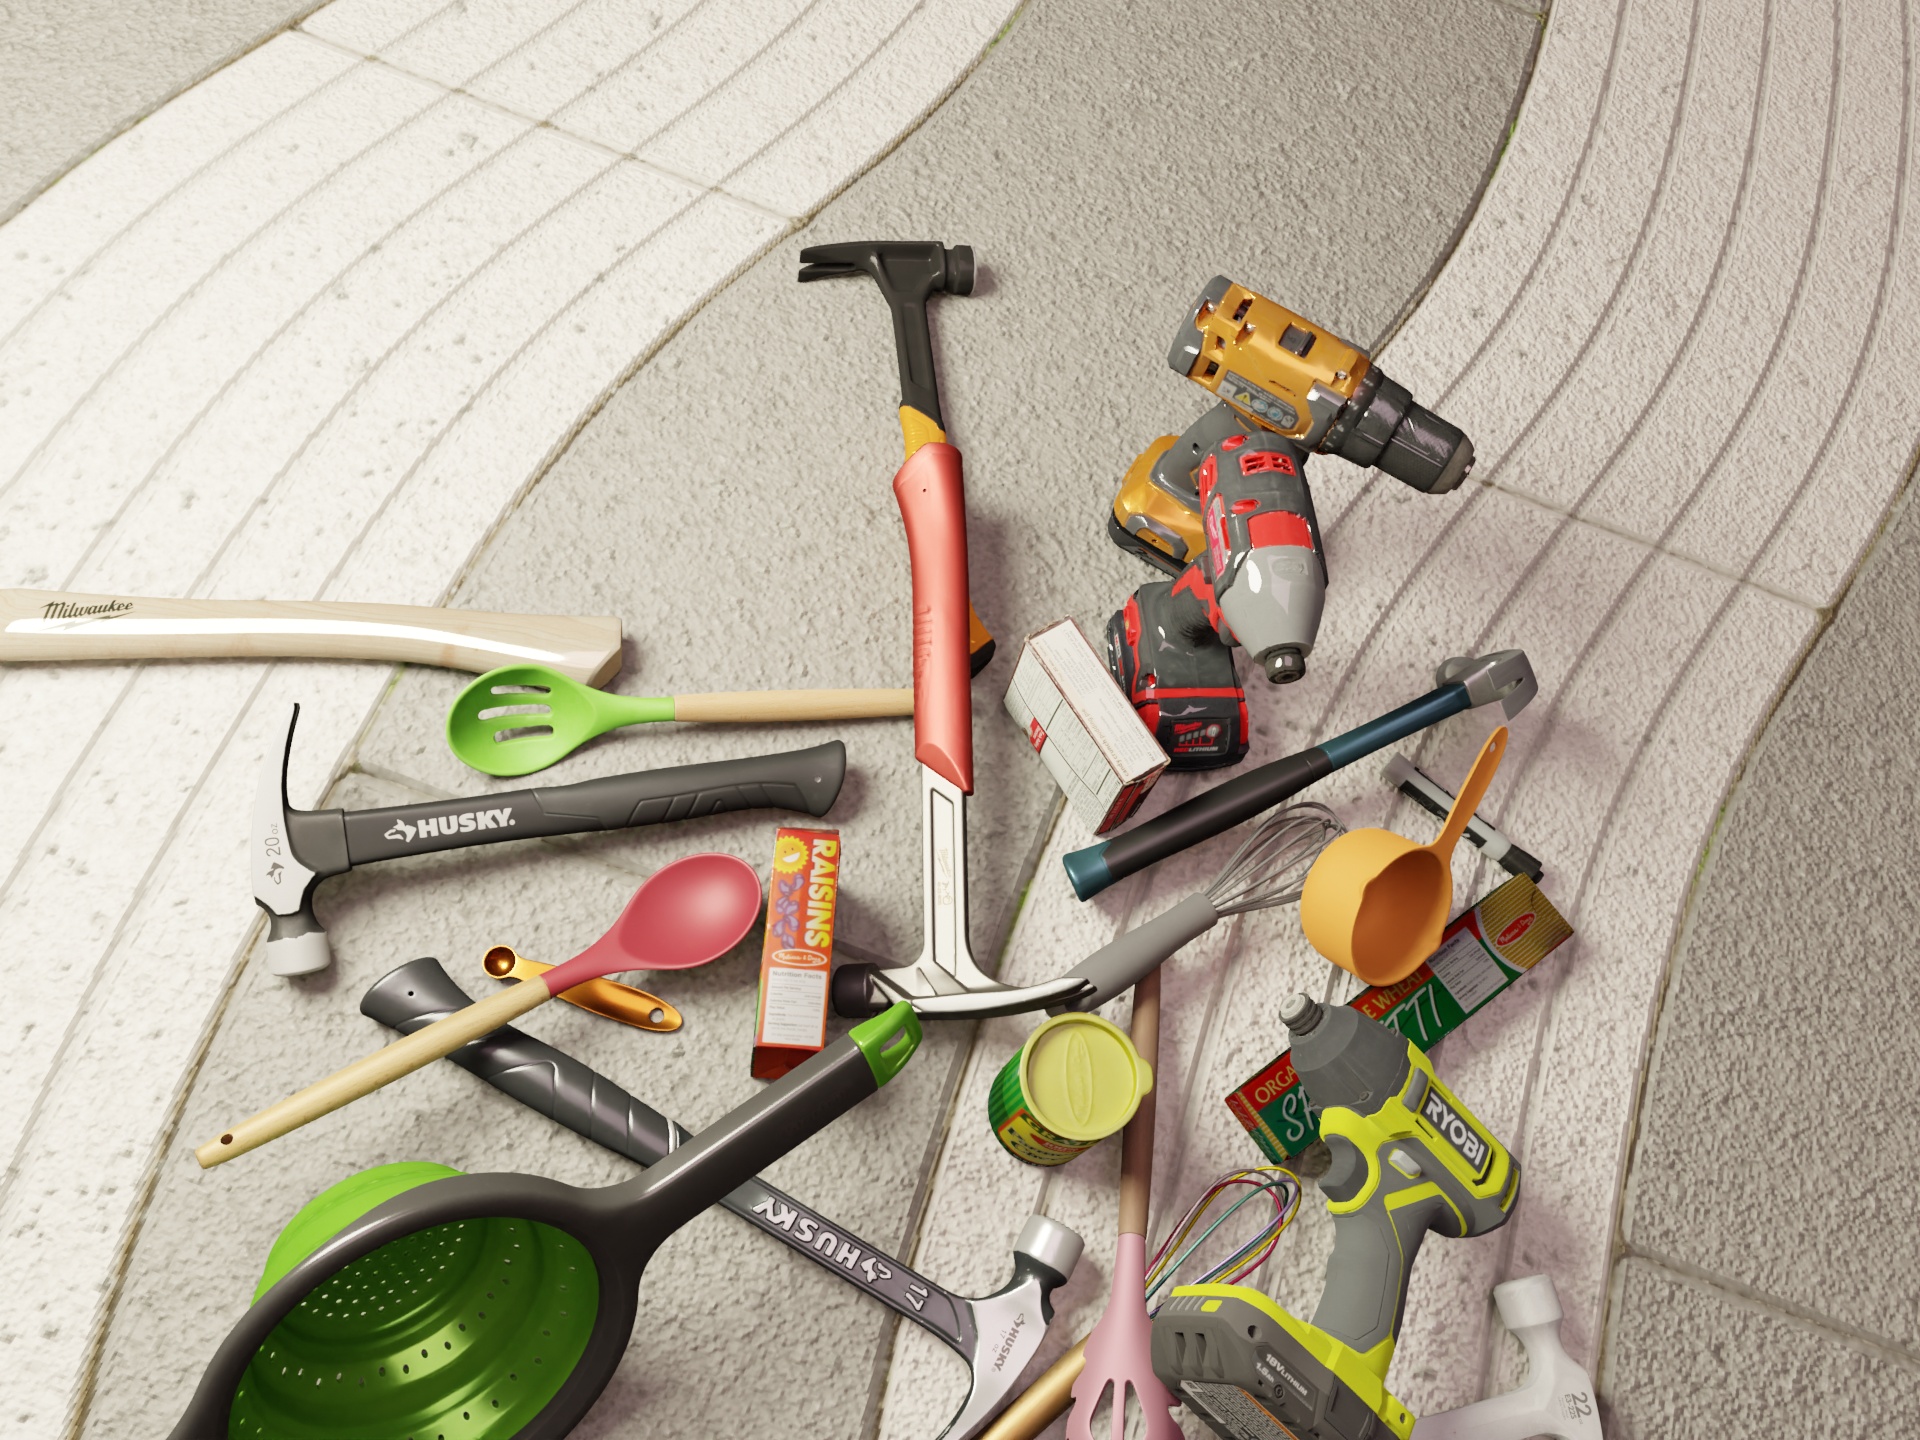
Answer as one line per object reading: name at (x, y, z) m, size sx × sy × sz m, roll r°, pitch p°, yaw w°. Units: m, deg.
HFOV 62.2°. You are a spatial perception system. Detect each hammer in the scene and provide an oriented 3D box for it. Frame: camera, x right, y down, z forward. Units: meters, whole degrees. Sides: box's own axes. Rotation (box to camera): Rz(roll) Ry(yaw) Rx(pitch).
hammer at (0.155, 0.408, 0.833) m, size 0.405 × 0.035 × 0.144 m, roll -8°, pitch 67°, yaw -13°
hammer at (0.211, 0.031, 0.986) m, size 0.331 × 0.128 × 0.033 m, roll -24°, pitch 93°, yaw -11°
hammer at (-0.411, -0.063, 0.948) m, size 0.410 × 0.038 × 0.146 m, roll 2°, pitch 64°, yaw -10°
hammer at (-0.143, 0.246, 0.856) m, size 0.409 × 0.036 × 0.149 m, roll 29°, pitch 65°, yaw 4°
hammer at (-0.228, 0.045, 0.912) m, size 0.334 × 0.035 × 0.146 m, roll -8°, pitch 93°, yaw -18°
hammer at (-0.002, -0.003, 0.950) m, size 0.149 × 0.036 × 0.359 m, roll -7°, pitch 69°, yaw 15°
hammer at (-0.031, -0.182, 1.068) m, size 0.127 × 0.034 × 0.337 m, roll -3°, pitch 67°, yaw -12°

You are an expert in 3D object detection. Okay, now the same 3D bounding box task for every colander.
colander at (-0.201, 0.240, 0.785) m, size 0.397 × 0.204 × 0.095 m, roll -32°, pitch 40°, yaw -18°

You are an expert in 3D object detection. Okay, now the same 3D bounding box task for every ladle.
ladle at (-0.245, 0.154, 0.846) m, size 0.315 × 0.031 × 0.069 m, roll -25°, pitch 56°, yaw -30°

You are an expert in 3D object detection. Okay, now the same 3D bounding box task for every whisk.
whisk at (0.145, 0.116, 0.948) m, size 0.239 × 0.055 × 0.055 m, roll -28°, pitch 73°, yaw -25°
whisk at (0.092, 0.324, 0.863) m, size 0.245 × 0.051 × 0.047 m, roll -35°, pitch 55°, yaw -18°

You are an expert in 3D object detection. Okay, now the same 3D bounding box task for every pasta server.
pasta server at (0.096, 0.260, 0.869) m, size 0.060 × 0.040 × 0.316 m, roll -1°, pitch 50°, yaw 12°

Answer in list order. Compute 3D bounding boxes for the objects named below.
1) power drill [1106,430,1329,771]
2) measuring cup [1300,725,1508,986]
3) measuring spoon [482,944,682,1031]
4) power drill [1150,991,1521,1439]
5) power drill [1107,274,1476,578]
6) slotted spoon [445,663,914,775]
power drill at (0.154, -0.055, 0.940) m, size 0.078 × 0.219 × 0.143 m, roll -1°, pitch 66°, yaw -10°
measuring cup at (0.266, 0.072, 0.951) m, size 0.095 × 0.052 × 0.173 m, roll 36°, pitch 82°, yaw -39°
measuring spoon at (-0.214, 0.154, 0.900) m, size 0.117 × 0.011 × 0.021 m, roll 20°, pitch 63°, yaw -5°
power drill at (0.196, 0.267, 0.831) m, size 0.171 × 0.080 × 0.223 m, roll 45°, pitch 54°, yaw -12°
power drill at (0.198, -0.156, 0.990) m, size 0.185 × 0.226 × 0.084 m, roll 30°, pitch 65°, yaw 4°
slotted spoon at (-0.149, -0.006, 0.968) m, size 0.313 × 0.070 × 0.031 m, roll -2°, pitch 23°, yaw -15°
